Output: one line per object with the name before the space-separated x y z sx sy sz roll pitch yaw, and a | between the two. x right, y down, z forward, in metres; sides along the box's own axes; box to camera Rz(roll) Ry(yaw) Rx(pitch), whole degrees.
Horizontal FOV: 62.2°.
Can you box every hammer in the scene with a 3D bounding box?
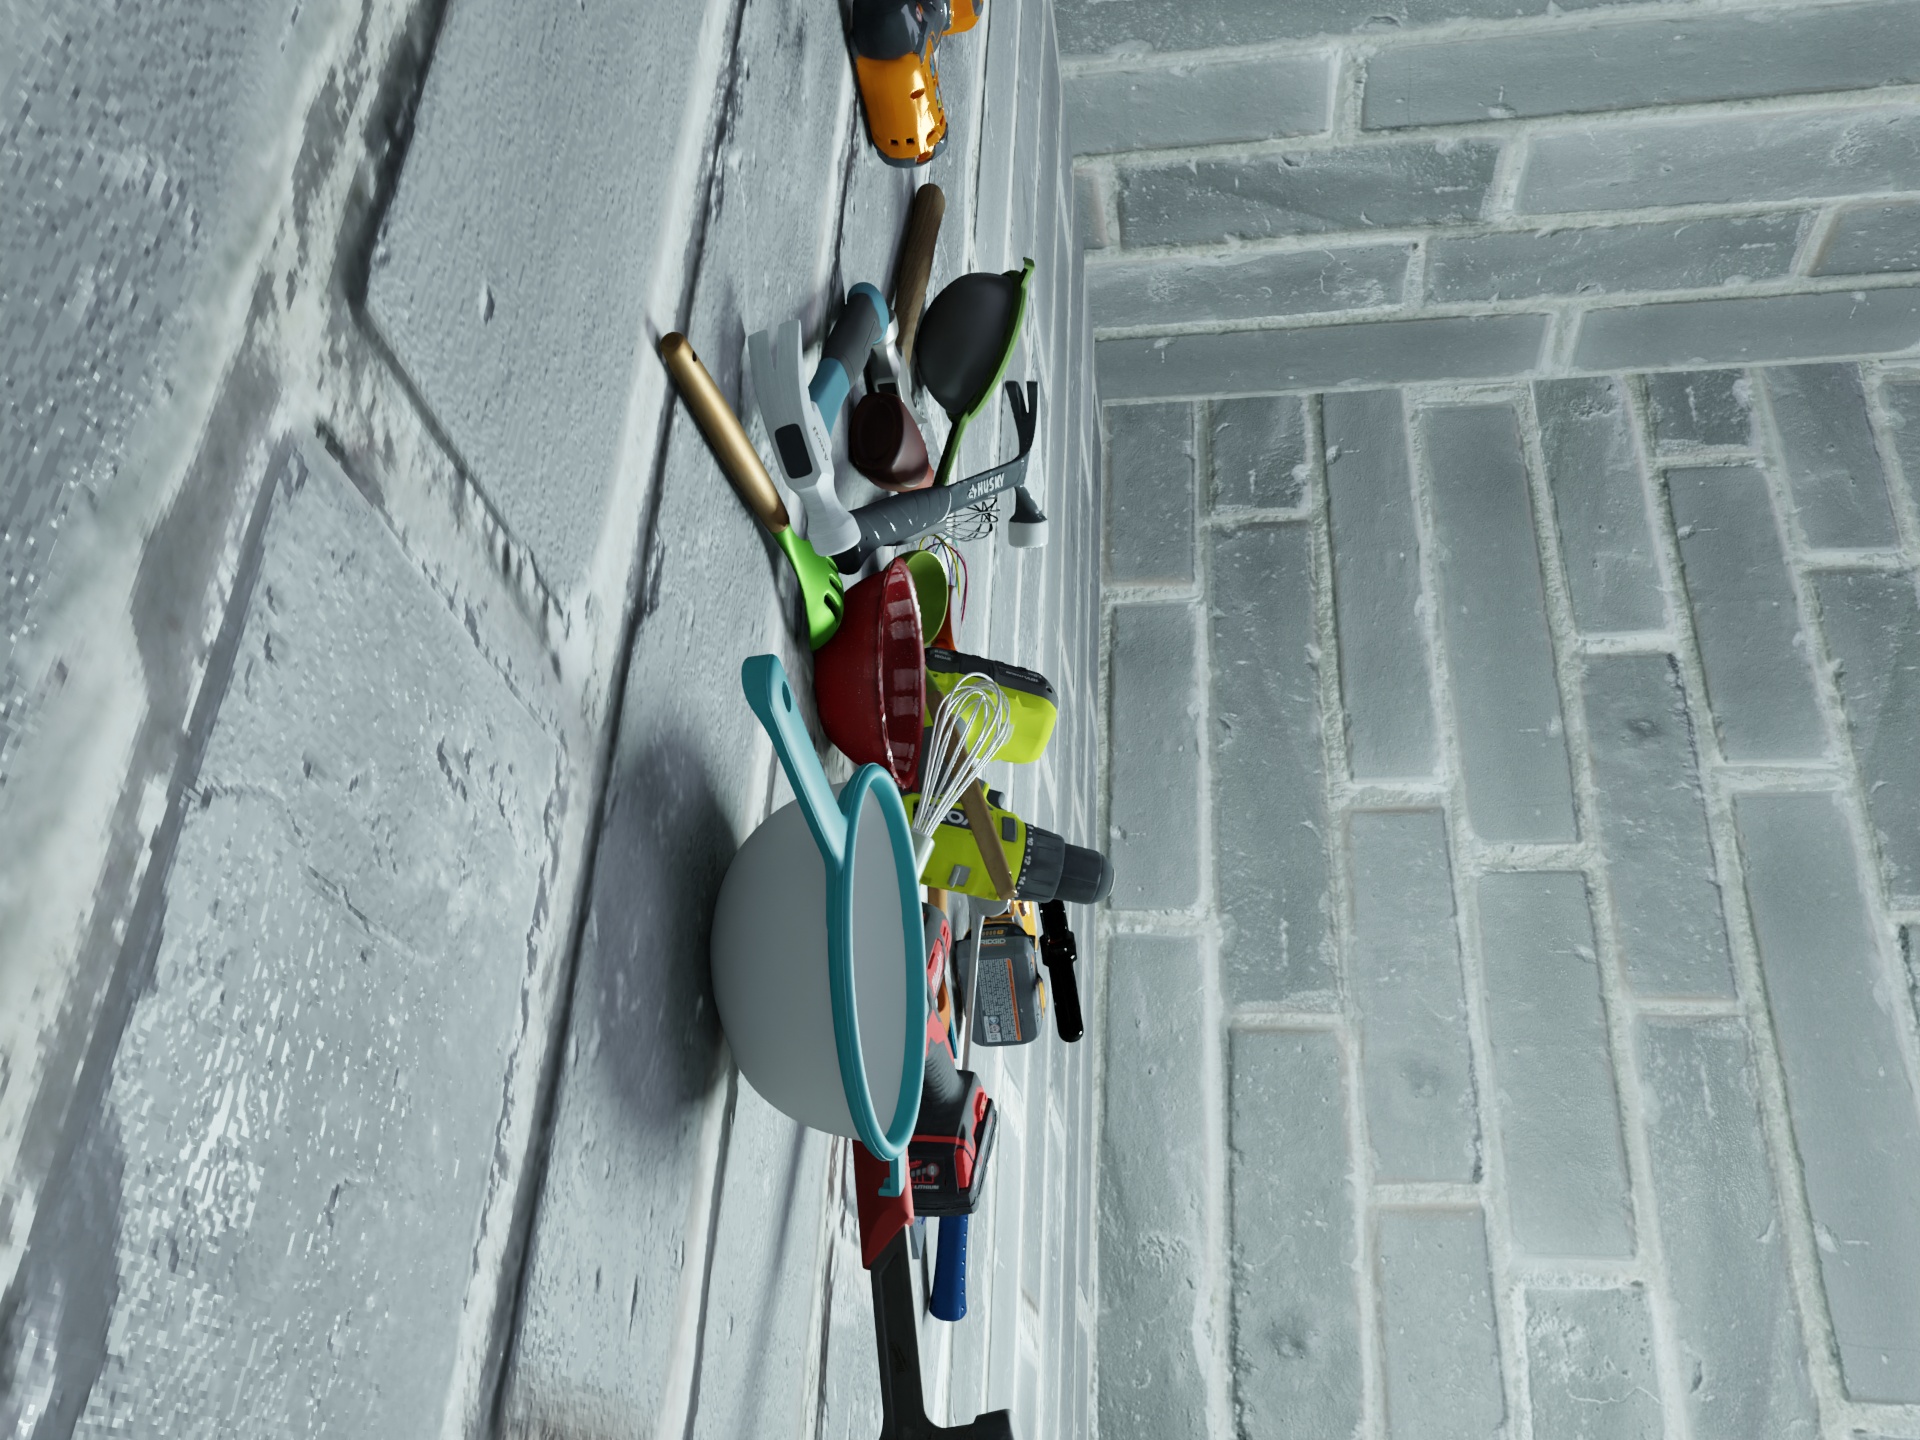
hammer | -0.042 -0.371 1.380 0.332 0.031 0.129 -82 167 -45
hammer | -0.082 -0.230 1.058 0.331 0.033 0.128 -81 154 -61
hammer | -0.058 0.298 1.012 0.036 0.149 0.359 68 10 -53
hammer | 0.003 0.319 1.384 0.144 0.035 0.405 -133 -133 -80
hammer | -0.009 -0.178 1.247 0.409 0.036 0.149 -36 128 -63

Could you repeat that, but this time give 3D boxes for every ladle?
ladle | -0.002 -0.004 1.193 0.078 0.062 0.321 50 15 -51

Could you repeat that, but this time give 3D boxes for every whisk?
whisk | -0.020 -0.171 1.346 0.239 0.055 0.055 -28 117 -65
whisk | -0.014 -0.068 1.482 0.051 0.047 0.244 -62 155 -48
whisk | -0.026 0.074 1.094 0.059 0.058 0.246 45 60 -40

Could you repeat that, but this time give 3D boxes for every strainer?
strainer | -0.017 -0.303 1.453 0.151 0.069 0.256 -5 -114 69
strainer | -0.092 0.090 0.817 0.340 0.095 0.211 75 14 -48

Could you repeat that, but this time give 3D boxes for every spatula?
spatula | -0.030 0.185 1.395 0.080 0.041 0.323 73 14 -54

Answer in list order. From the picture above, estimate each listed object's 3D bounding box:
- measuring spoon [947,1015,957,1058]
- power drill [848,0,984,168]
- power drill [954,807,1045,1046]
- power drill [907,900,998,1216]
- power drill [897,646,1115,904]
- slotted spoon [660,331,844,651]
measuring spoon | -0.024 0.247 1.447 0.042 0.021 0.128 -96 174 -84
power drill | -0.040 -0.585 1.293 0.164 0.084 0.227 75 20 -53
power drill | 0.043 0.211 1.664 0.226 0.084 0.185 -78 162 -68
power drill | -0.033 0.260 1.194 0.143 0.078 0.219 -69 152 -58
power drill | 0.023 0.050 1.243 0.229 0.190 0.080 -88 -166 -52
slotted spoon | -0.114 -0.126 0.926 0.313 0.031 0.070 64 24 -65
